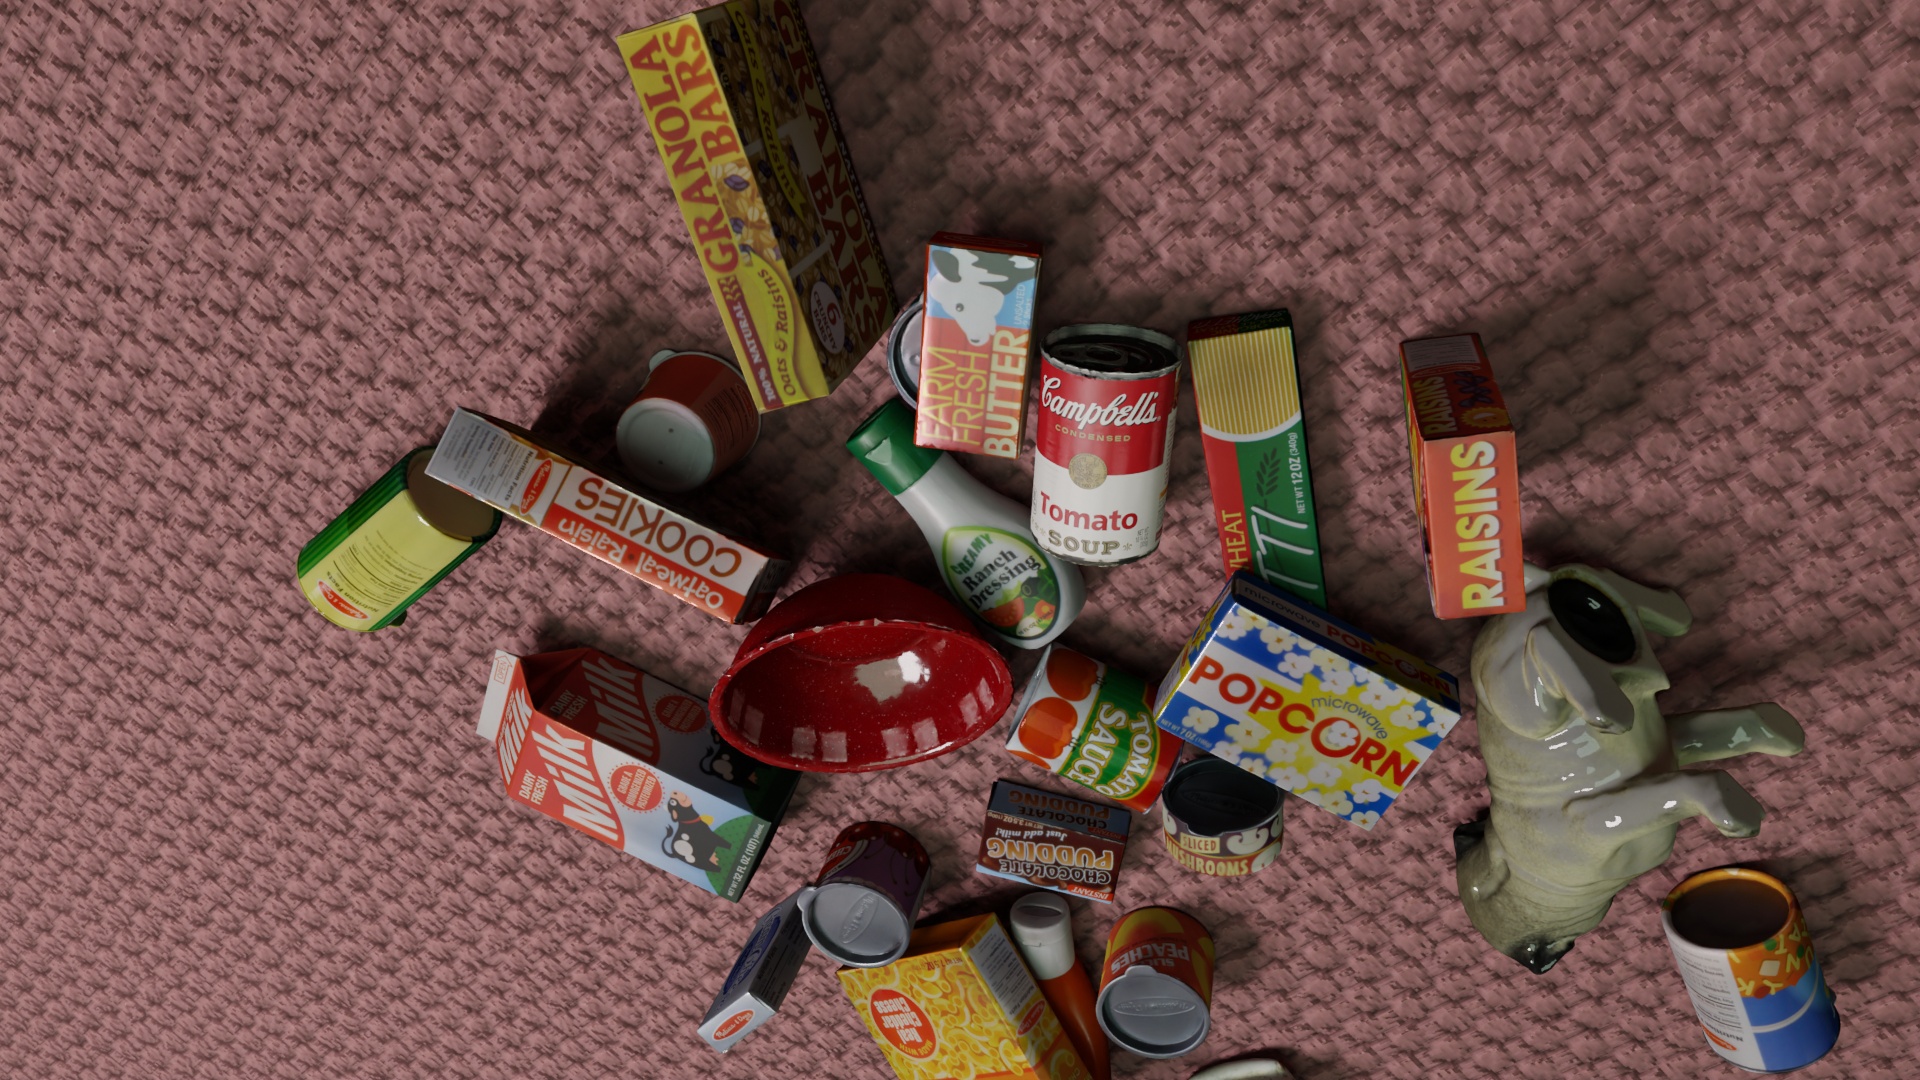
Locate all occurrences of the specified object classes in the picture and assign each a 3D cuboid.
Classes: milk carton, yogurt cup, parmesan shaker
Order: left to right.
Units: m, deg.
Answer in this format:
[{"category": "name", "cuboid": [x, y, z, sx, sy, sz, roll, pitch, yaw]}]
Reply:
[{"category": "parmesan shaker", "cuboid": [-0.317, 0.001, 0.794, 0.103, 0.071, 0.071, -34, 105, 25]}, {"category": "milk carton", "cuboid": [-0.196, 0.130, 0.825, 0.191, 0.074, 0.072, 25, 119, 1]}, {"category": "yogurt cup", "cuboid": [-0.145, -0.059, 0.730, 0.072, 0.054, 0.072, 5, 118, 10]}]

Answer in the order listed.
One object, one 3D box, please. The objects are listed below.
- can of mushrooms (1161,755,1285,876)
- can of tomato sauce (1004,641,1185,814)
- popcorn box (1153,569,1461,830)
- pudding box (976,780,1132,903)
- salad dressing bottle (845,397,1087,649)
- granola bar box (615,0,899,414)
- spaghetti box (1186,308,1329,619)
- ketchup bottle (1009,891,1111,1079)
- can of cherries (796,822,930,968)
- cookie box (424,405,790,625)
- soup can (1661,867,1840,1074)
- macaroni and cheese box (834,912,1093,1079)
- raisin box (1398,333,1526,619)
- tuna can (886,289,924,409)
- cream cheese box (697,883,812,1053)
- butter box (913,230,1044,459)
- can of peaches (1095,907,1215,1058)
[{"category": "can of mushrooms", "cuboid": [0.142, 0.151, 0.758, 0.071, 0.071, 0.033, 1, 118, 13]}, {"category": "can of tomato sauce", "cuboid": [0.074, 0.101, 0.749, 0.083, 0.071, 0.070, 24, 119, 1]}, {"category": "popcorn box", "cuboid": [0.173, 0.080, 0.699, 0.127, 0.038, 0.084, 27, 118, -1]}, {"category": "pudding box", "cuboid": [0.054, 0.177, 0.814, 0.084, 0.030, 0.049, 13, 119, 7]}, {"category": "salad dressing bottle", "cuboid": [0.003, -0.009, 0.726, 0.064, 0.044, 0.147, -38, 102, 25]}, {"category": "granola bar box", "cuboid": [-0.083, -0.157, 0.626, 0.039, 0.125, 0.165, -11, 113, 18]}, {"category": "spaghetti box", "cuboid": [0.158, 0.007, 0.706, 0.050, 0.029, 0.249, -7, 114, 16]}, {"category": "ketchup bottle", "cuboid": [0.056, 0.288, 0.861, 0.065, 0.044, 0.148, 2, 116, 21]}, {"category": "can of cherries", "cuboid": [-0.058, 0.213, 0.843, 0.071, 0.059, 0.071, 6, 118, 11]}, {"category": "cookie box", "cuboid": [-0.175, -0.009, 0.722, 0.167, 0.123, 0.040, 27, 88, -1]}, {"category": "soup can", "cuboid": [0.418, 0.224, 0.733, 0.071, 0.072, 0.083, -20, 110, 22]}, {"category": "macaroni and cheese box", "cuboid": [0.013, 0.315, 0.850, 0.123, 0.040, 0.166, -27, 96, 43]}, {"category": "raisin box", "cuboid": [0.221, -0.032, 0.617, 0.040, 0.124, 0.085, -6, 115, 16]}, {"category": "tuna can", "cuboid": [-0.002, -0.097, 0.689, 0.071, 0.033, 0.070, 5, 117, 11]}, {"category": "cream cheese box", "cuboid": [-0.119, 0.261, 0.855, 0.024, 0.104, 0.053, 45, 116, -8]}, {"category": "butter box", "cuboid": [0.008, -0.091, 0.655, 0.053, 0.024, 0.103, 9, 117, 8]}, {"category": "can of peaches", "cuboid": [0.117, 0.260, 0.825, 0.071, 0.058, 0.071, 6, 117, 11]}]
